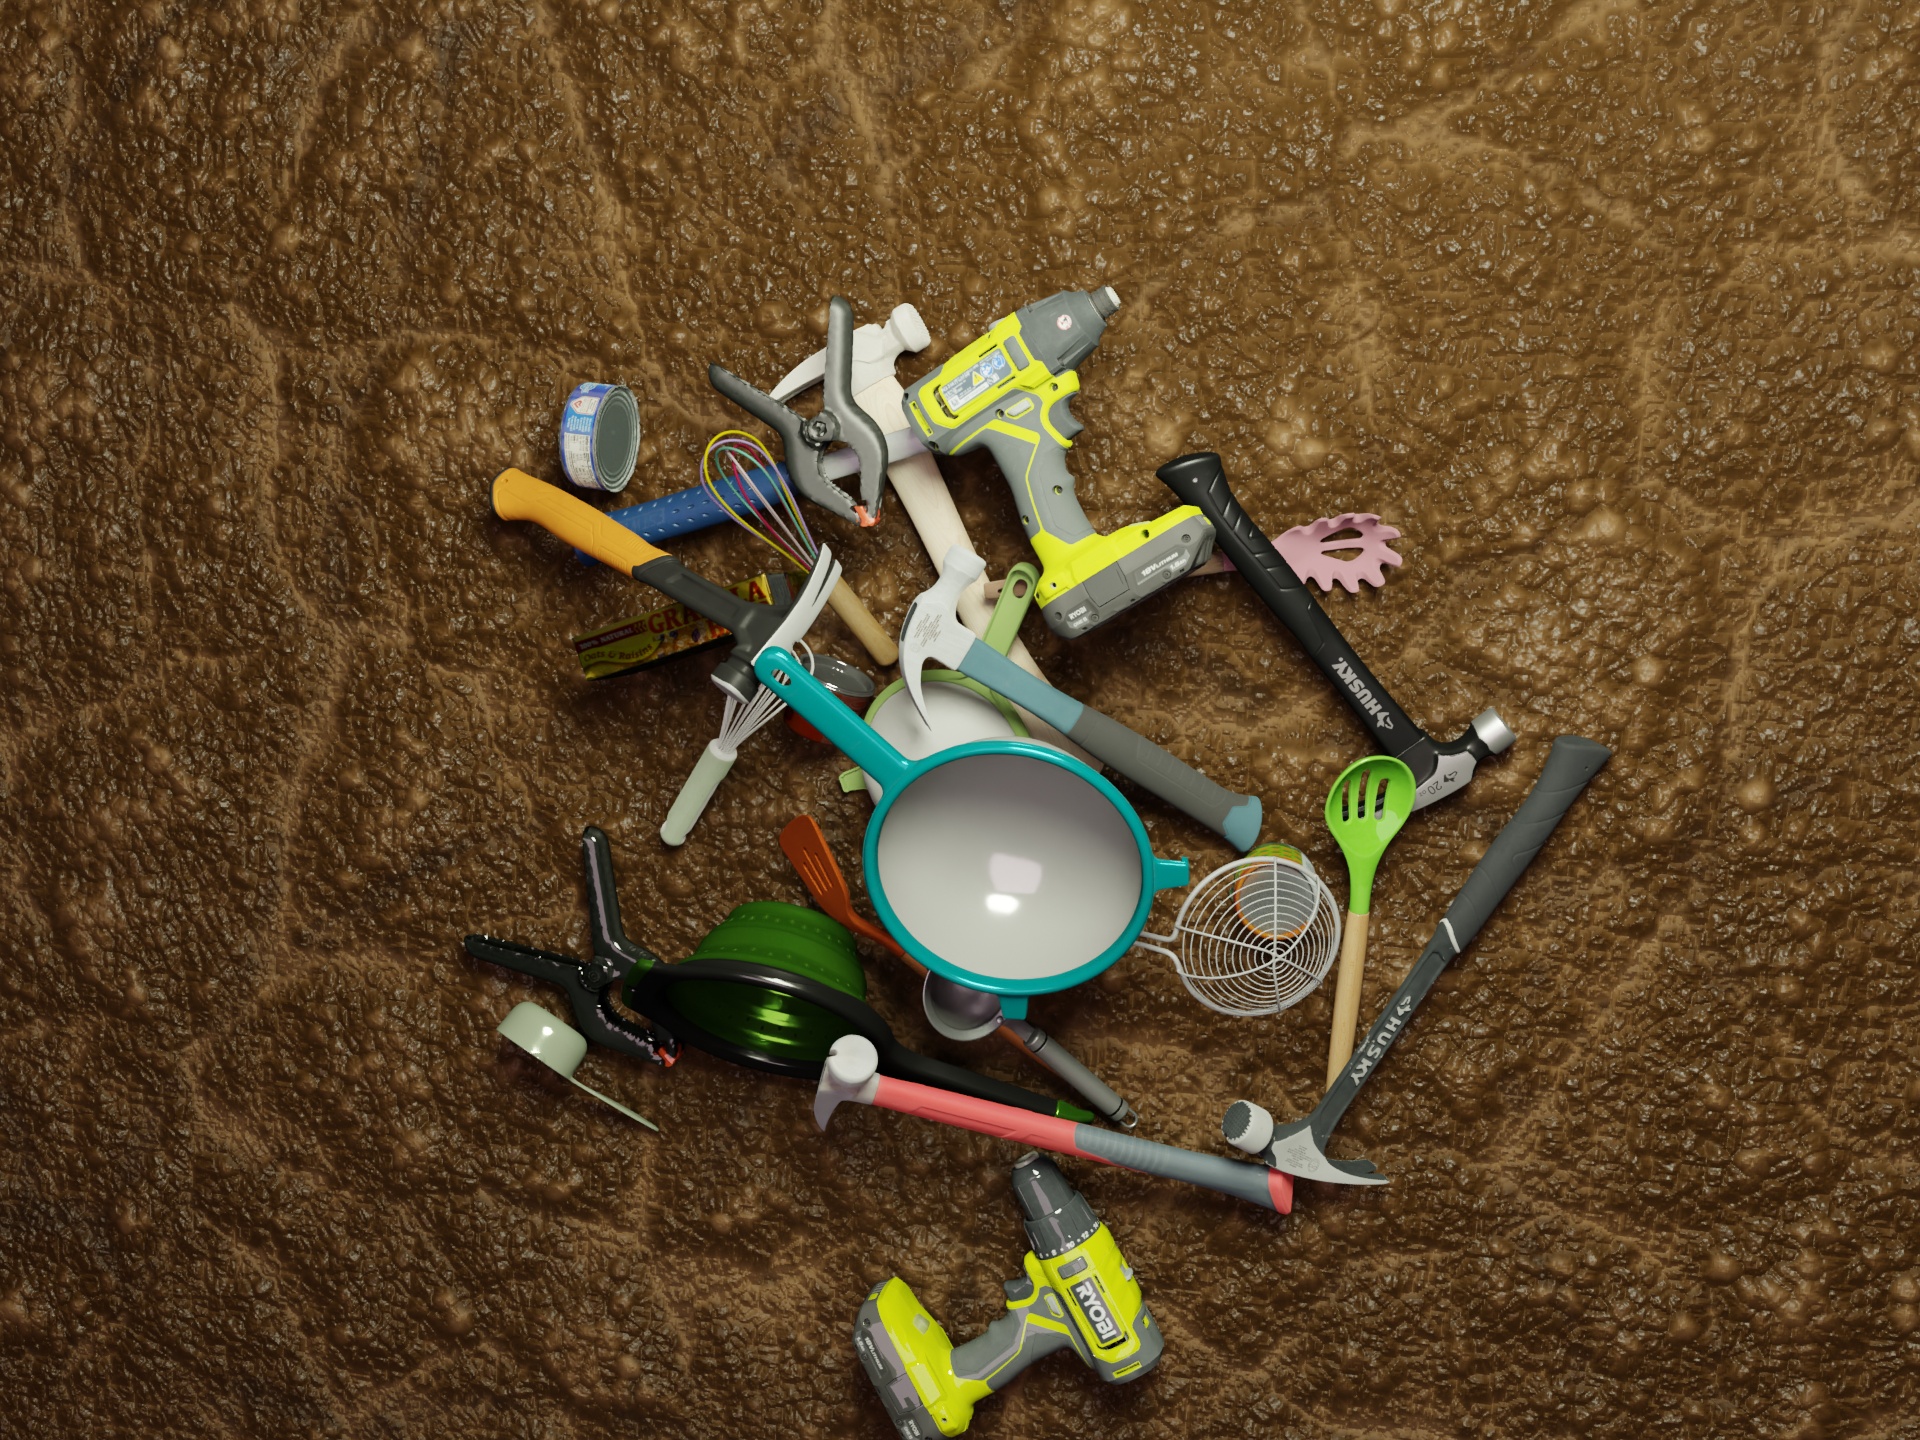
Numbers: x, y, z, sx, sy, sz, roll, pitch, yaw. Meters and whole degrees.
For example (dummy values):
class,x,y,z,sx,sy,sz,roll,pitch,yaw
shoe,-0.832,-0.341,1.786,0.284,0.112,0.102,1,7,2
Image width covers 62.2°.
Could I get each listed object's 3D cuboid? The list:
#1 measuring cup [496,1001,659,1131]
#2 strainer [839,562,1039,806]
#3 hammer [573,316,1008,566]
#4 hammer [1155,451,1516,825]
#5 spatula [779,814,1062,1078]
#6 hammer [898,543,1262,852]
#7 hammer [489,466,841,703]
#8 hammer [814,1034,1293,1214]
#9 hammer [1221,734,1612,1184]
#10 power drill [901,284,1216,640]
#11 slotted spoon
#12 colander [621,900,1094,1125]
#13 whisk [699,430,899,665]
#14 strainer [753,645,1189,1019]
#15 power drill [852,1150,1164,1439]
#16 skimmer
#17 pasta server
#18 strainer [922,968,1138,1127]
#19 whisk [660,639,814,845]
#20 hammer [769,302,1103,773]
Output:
class,x,y,z,sx,sy,sz,roll,pitch,yaw
measuring cup,-0.322,0.298,1.376,0.167,0.083,0.038,37,72,-14
strainer,-0.002,-0.004,1.238,0.151,0.069,0.256,28,116,10
hammer,-0.119,-0.188,1.249,0.405,0.035,0.144,-15,95,14
hammer,0.261,-0.066,1.198,0.146,0.035,0.334,-38,100,15
spatula,-0.022,0.195,1.301,0.322,0.081,0.041,38,60,-6
hammer,0.098,0.005,1.214,0.330,0.033,0.128,31,95,-15
hammer,-0.244,-0.131,1.218,0.337,0.034,0.127,28,76,31
hammer,0.075,0.335,1.270,0.386,0.143,0.038,15,57,-3
hammer,0.370,0.185,1.224,0.149,0.036,0.409,31,97,-23
power drill,0.081,-0.186,1.144,0.171,0.080,0.223,-31,88,20
slotted spoon,0.304,0.171,1.233,0.070,0.031,0.313,-1,108,-9
colander,-0.071,0.237,1.299,0.397,0.204,0.095,20,58,-9
whisk,-0.116,-0.129,1.228,0.051,0.047,0.244,-10,135,34
strainer,-0.008,0.050,1.164,0.340,0.095,0.211,41,115,-9
power drill,0.030,0.483,1.320,0.228,0.080,0.190,-30,86,10
skimmer,0.109,0.154,1.251,0.363,0.090,0.127,4,108,32
pasta server,0.175,-0.117,1.221,0.316,0.040,0.060,-7,108,4
strainer,0.052,0.252,1.274,0.258,0.050,0.087,43,77,-17
whisk,-0.188,0.018,1.286,0.059,0.058,0.246,28,124,-11
hammer,-0.008,-0.116,1.272,0.146,0.038,0.410,-27,92,14
